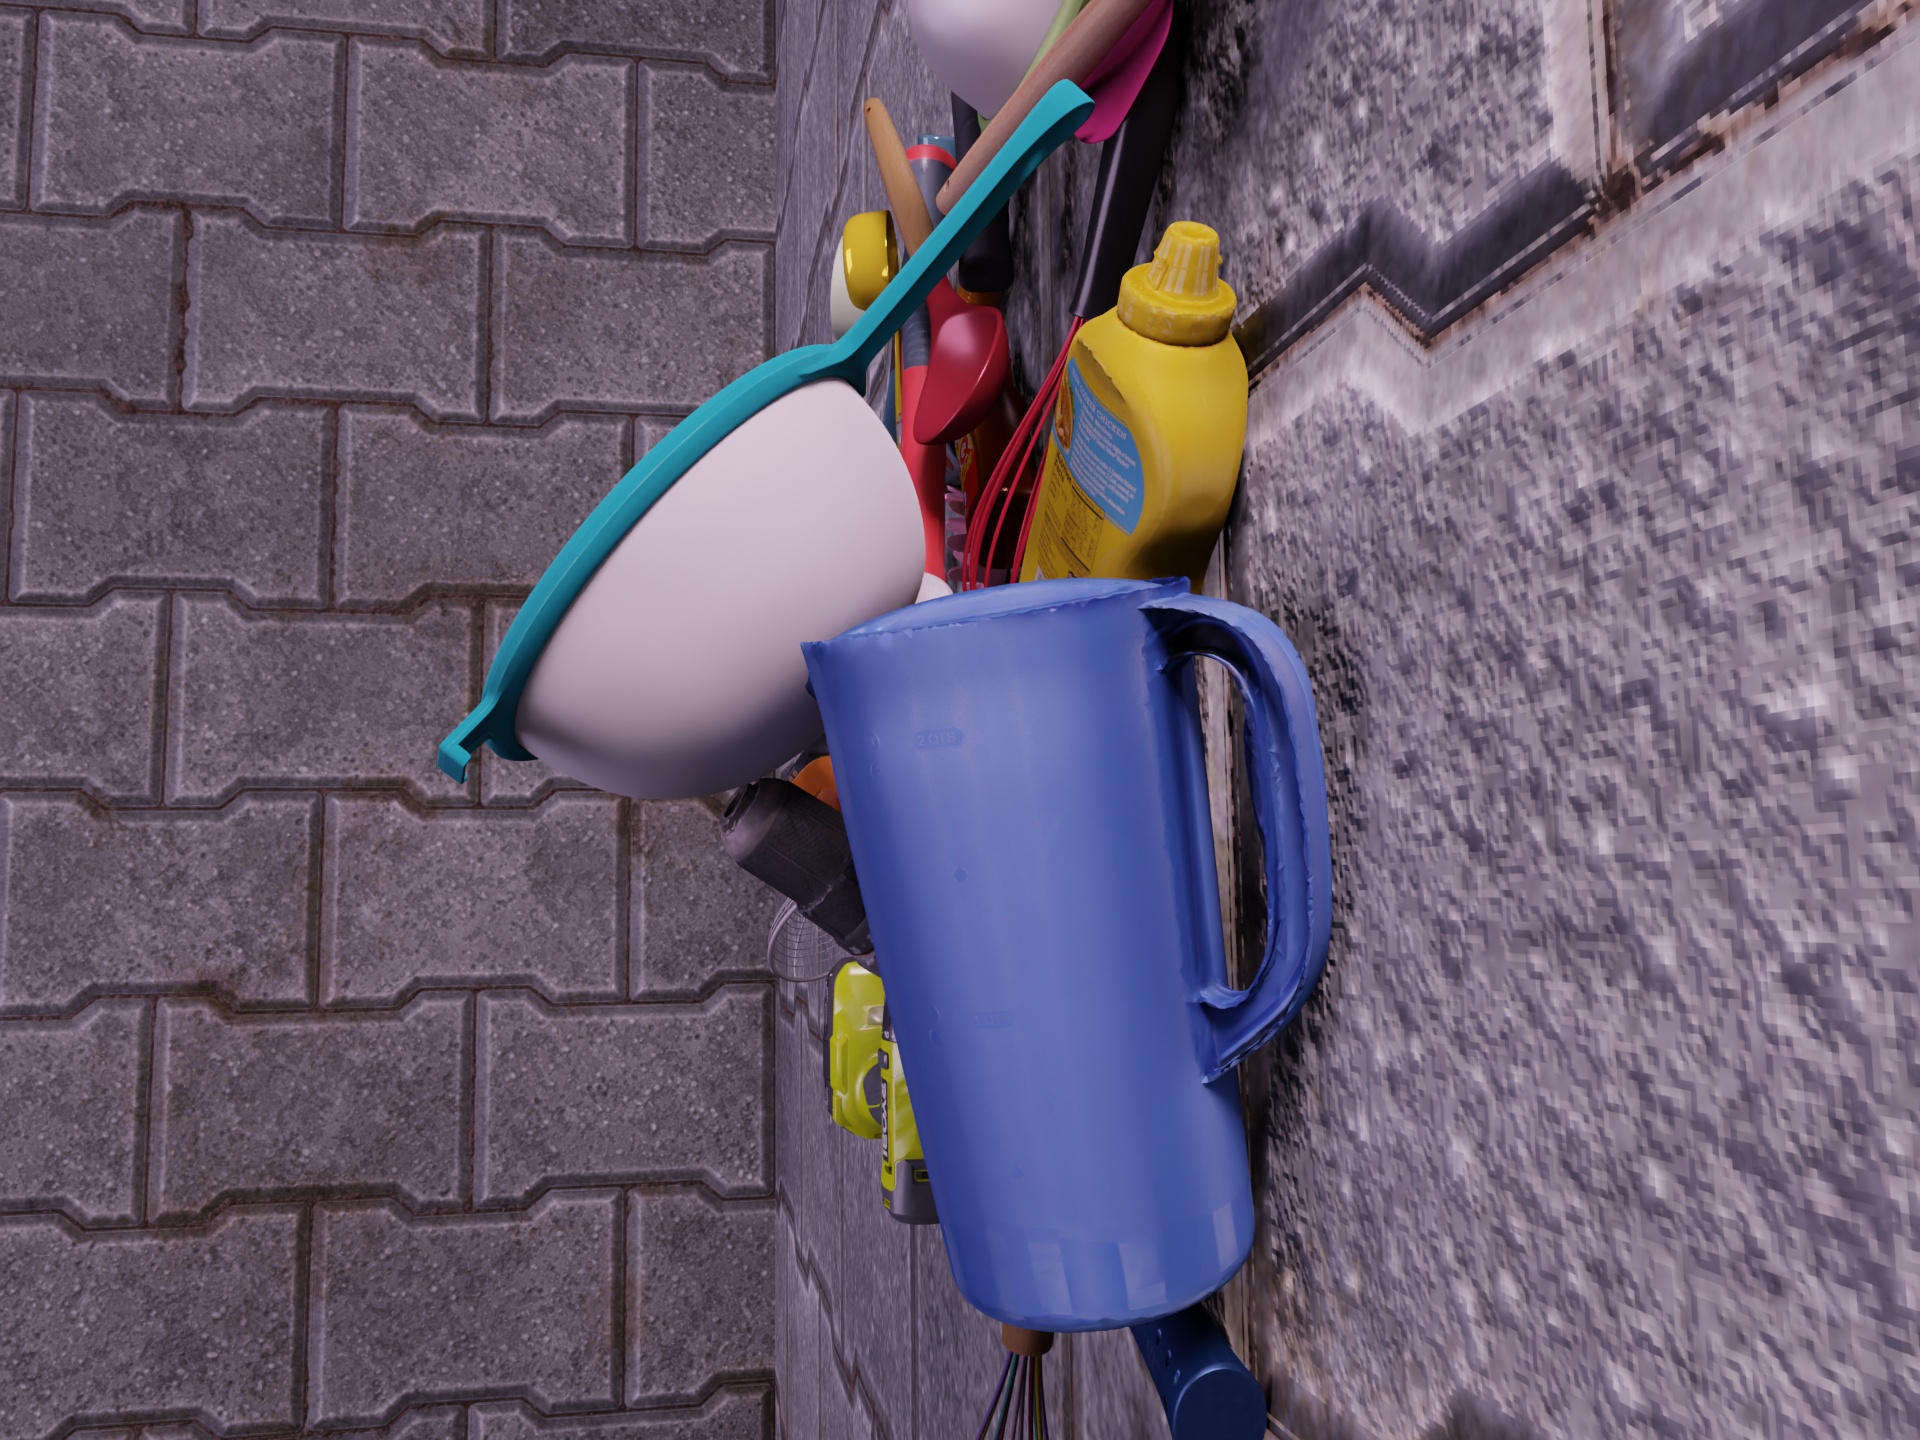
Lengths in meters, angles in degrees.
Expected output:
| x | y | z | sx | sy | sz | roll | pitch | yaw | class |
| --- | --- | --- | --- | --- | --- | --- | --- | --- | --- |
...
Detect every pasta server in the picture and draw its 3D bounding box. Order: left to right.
| x | y | z | sx | sy | sz | roll | pitch | yaw | class |
| --- | --- | --- | --- | --- | --- | --- | --- | --- | --- |
| -0.002 | -0.003 | 1.007 | 0.060 | 0.040 | 0.316 | -94 | 8 | -53 | pasta server |

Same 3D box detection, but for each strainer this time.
| x | y | z | sx | sy | sz | roll | pitch | yaw | class |
| --- | --- | --- | --- | --- | --- | --- | --- | --- | --- |
| -0.040 | -0.085 | 0.620 | 0.340 | 0.095 | 0.211 | -48 | -4 | 12 | strainer |
| 0.025 | -0.377 | 0.698 | 0.151 | 0.069 | 0.257 | 137 | 146 | -58 | strainer |

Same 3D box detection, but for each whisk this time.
| x | y | z | sx | sy | sz | roll | pitch | yaw | class |
| --- | --- | --- | --- | --- | --- | --- | --- | --- | --- |
| 0.029 | 0.282 | 0.670 | 0.047 | 0.051 | 0.245 | 23 | 110 | 56 | whisk |
| 0.055 | -0.156 | 0.692 | 0.073 | 0.073 | 0.295 | -113 | 32 | -64 | whisk |

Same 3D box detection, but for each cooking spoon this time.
| x | y | z | sx | sy | sz | roll | pitch | yaw | class |
| --- | --- | --- | --- | --- | --- | --- | --- | --- | --- |
| 0.058 | -0.321 | 0.690 | 0.068 | 0.017 | 0.319 | -58 | 22 | 33 | cooking spoon |

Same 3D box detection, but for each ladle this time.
| x | y | z | sx | sy | sz | roll | pitch | yaw | class |
| --- | --- | --- | --- | --- | --- | --- | --- | --- | --- |
| -0.021 | -0.244 | 0.819 | 0.069 | 0.031 | 0.316 | -46 | 40 | 30 | ladle |

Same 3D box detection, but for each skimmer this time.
| x | y | z | sx | sy | sz | roll | pitch | yaw | class |
| --- | --- | --- | --- | --- | --- | --- | --- | --- | --- |
| -0.063 | 0.156 | 1.199 | 0.090 | 0.127 | 0.363 | 65 | 160 | -3 | skimmer |

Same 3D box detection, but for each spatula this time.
| x | y | z | sx | sy | sz | roll | pitch | yaw | class |
| --- | --- | --- | --- | --- | --- | --- | --- | --- | --- |
| 0.062 | -0.260 | 0.569 | 0.316 | 0.018 | 0.060 | 155 | 119 | -62 | spatula |

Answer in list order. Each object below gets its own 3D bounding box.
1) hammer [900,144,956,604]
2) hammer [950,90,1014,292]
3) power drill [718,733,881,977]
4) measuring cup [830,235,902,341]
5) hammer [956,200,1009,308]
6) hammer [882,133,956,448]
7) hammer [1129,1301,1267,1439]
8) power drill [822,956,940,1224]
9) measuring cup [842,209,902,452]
| x | y | z | sx | sy | sz | roll | pitch | yaw | class |
| --- | --- | --- | --- | --- | --- | --- | --- | --- | --- |
| -0.019 | -0.159 | 0.851 | 0.143 | 0.038 | 0.387 | 86 | -177 | -56 | hammer |
| 0.000 | -0.422 | 0.784 | 0.149 | 0.036 | 0.408 | -97 | 3 | -77 | hammer |
| -0.044 | 0.070 | 0.769 | 0.084 | 0.185 | 0.226 | -56 | 18 | 1 | power drill |
| -0.054 | -0.309 | 1.148 | 0.167 | 0.038 | 0.083 | -45 | -37 | -73 | measuring cup |
| 0.014 | -0.285 | 0.956 | 0.336 | 0.034 | 0.127 | 104 | 162 | -52 | hammer |
| -0.036 | -0.246 | 1.080 | 0.128 | 0.033 | 0.331 | 55 | -138 | -78 | hammer |
| 0.051 | 0.194 | 0.734 | 0.406 | 0.035 | 0.144 | -134 | 46 | -75 | hammer |
| -0.040 | 0.227 | 1.108 | 0.228 | 0.080 | 0.190 | 170 | 99 | -76 | power drill |
| -0.050 | -0.225 | 0.952 | 0.062 | 0.029 | 0.156 | -85 | -7 | -58 | measuring cup |
